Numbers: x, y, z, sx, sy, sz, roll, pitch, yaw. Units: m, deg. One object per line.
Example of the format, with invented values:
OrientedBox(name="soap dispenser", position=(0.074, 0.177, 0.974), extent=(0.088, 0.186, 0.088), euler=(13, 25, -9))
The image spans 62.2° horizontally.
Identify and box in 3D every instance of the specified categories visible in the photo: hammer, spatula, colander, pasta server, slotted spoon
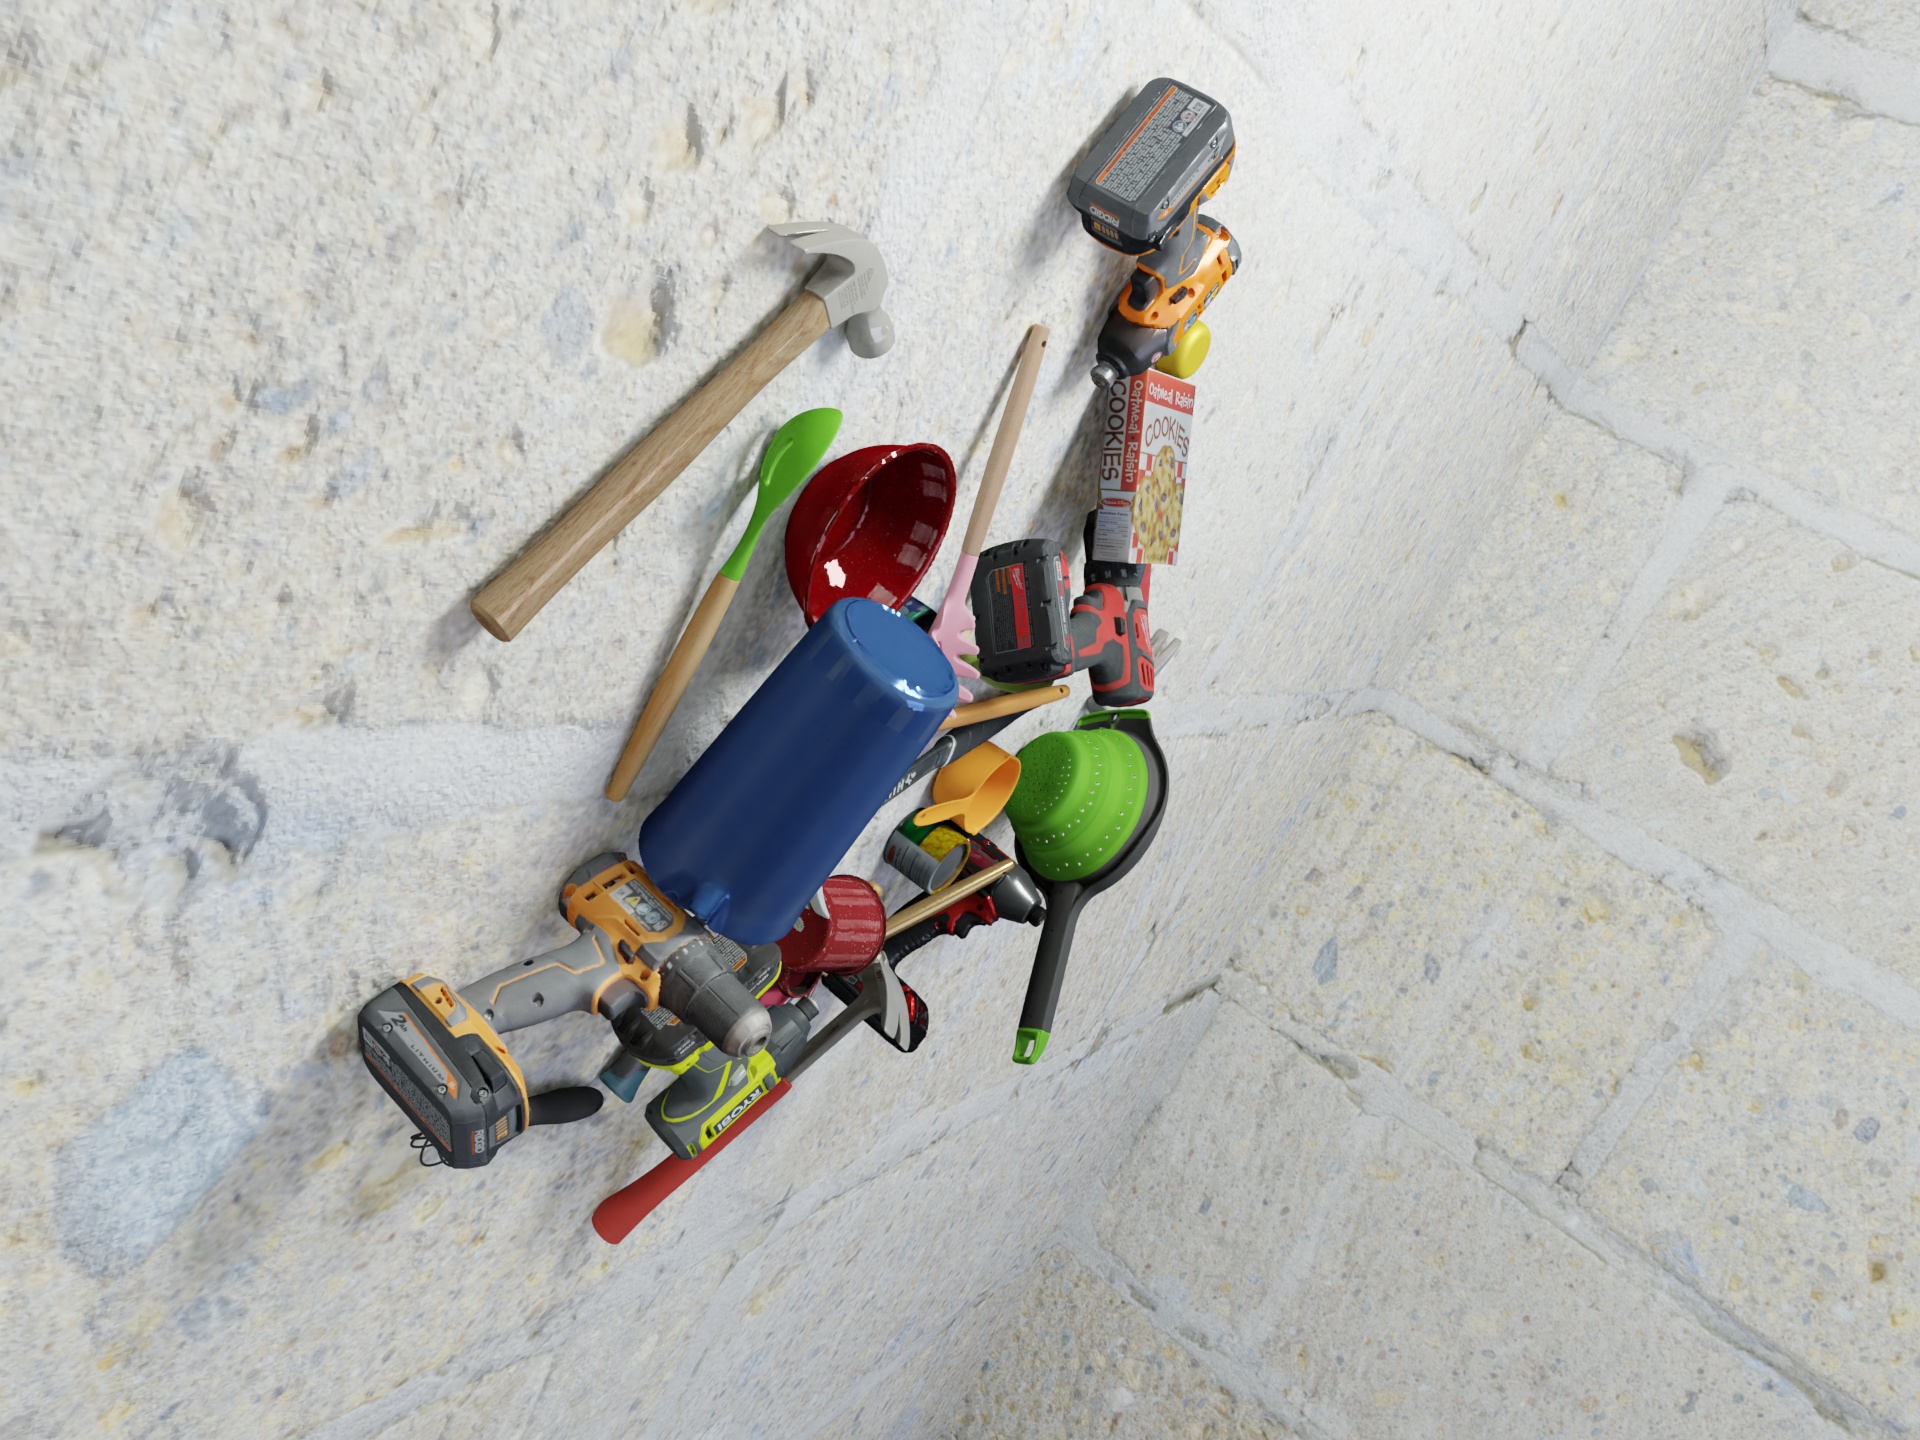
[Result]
OrientedBox(name="hammer", position=(-0.191, 0.353, 1.427), extent=(0.359, 0.036, 0.149), euler=(-42, -158, 7))
OrientedBox(name="spatula", position=(-0.002, -0.004, 1.345), extent=(0.041, 0.081, 0.322), euler=(-28, 170, 41))
OrientedBox(name="hammer", position=(-0.200, 0.177, 1.326), extent=(0.331, 0.033, 0.128), euler=(-56, 156, 2))
OrientedBox(name="hammer", position=(0.192, -0.152, 1.652), extent=(0.143, 0.038, 0.386), euler=(-46, 155, -25))
OrientedBox(name="colander", position=(0.091, 0.152, 1.646), extent=(0.094, 0.204, 0.397), euler=(31, 65, -37))
OrientedBox(name="hammer", position=(-0.025, 0.040, 1.432), extent=(0.409, 0.036, 0.149), euler=(-34, 142, -54))
OrientedBox(name="pasta server", position=(0.021, -0.155, 1.255), extent=(0.060, 0.040, 0.316), euler=(0, 112, -54))
OrientedBox(name="hammer", position=(-0.160, -0.172, 0.938), extent=(0.331, 0.031, 0.130), euler=(-48, 156, -17))
OrientedBox(name="slotted spoon", position=(-0.165, -0.074, 1.054), extent=(0.031, 0.070, 0.313), euler=(23, 110, -24))

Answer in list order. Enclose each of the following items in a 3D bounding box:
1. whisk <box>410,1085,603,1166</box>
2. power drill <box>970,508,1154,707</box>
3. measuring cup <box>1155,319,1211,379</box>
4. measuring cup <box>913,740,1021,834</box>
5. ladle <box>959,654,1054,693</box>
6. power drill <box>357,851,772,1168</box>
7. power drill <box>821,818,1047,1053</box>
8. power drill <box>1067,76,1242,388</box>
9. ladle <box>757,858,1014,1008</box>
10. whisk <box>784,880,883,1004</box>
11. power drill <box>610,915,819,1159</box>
OrientedBox(name="whisk", position=(-0.337, 0.302, 1.211), extent=(0.055, 0.055, 0.238), euler=(-57, 162, 3))
OrientedBox(name="power drill", position=(0.100, -0.110, 1.418), extent=(0.226, 0.080, 0.188), euler=(5, 77, -57))
OrientedBox(name="measuring cup", position=(0.206, -0.366, 1.400), extent=(0.062, 0.029, 0.156), euler=(-42, 155, -30))
OrientedBox(name="measuring cup", position=(-0.010, 0.067, 1.531), extent=(0.173, 0.052, 0.095), euler=(-14, 134, -55))
OrientedBox(name="ladle", position=(-0.025, -0.032, 1.367), extent=(0.320, 0.078, 0.062), euler=(-15, 94, -52))
OrientedBox(name="power drill", position=(-0.255, 0.200, 1.060), extent=(0.226, 0.185, 0.084), euler=(-32, 149, -38))
OrientedBox(name="power drill", position=(-0.022, 0.218, 1.594), extent=(0.220, 0.143, 0.078), euler=(-49, 159, -9))
OrientedBox(name="power drill", position=(0.147, -0.362, 1.230), extent=(0.164, 0.084, 0.226), euler=(-52, 161, -7))
OrientedBox(name="ladle", position=(-0.080, 0.203, 1.512), extent=(0.315, 0.031, 0.069), euler=(-26, 146, -23))
OrientedBox(name="whisk", position=(-0.149, 0.259, 1.527), extent=(0.245, 0.047, 0.051), euler=(-55, -171, -13))
OrientedBox(name="power drill", position=(-0.195, 0.252, 1.302), extent=(0.171, 0.080, 0.223), euler=(-40, 152, -22))
